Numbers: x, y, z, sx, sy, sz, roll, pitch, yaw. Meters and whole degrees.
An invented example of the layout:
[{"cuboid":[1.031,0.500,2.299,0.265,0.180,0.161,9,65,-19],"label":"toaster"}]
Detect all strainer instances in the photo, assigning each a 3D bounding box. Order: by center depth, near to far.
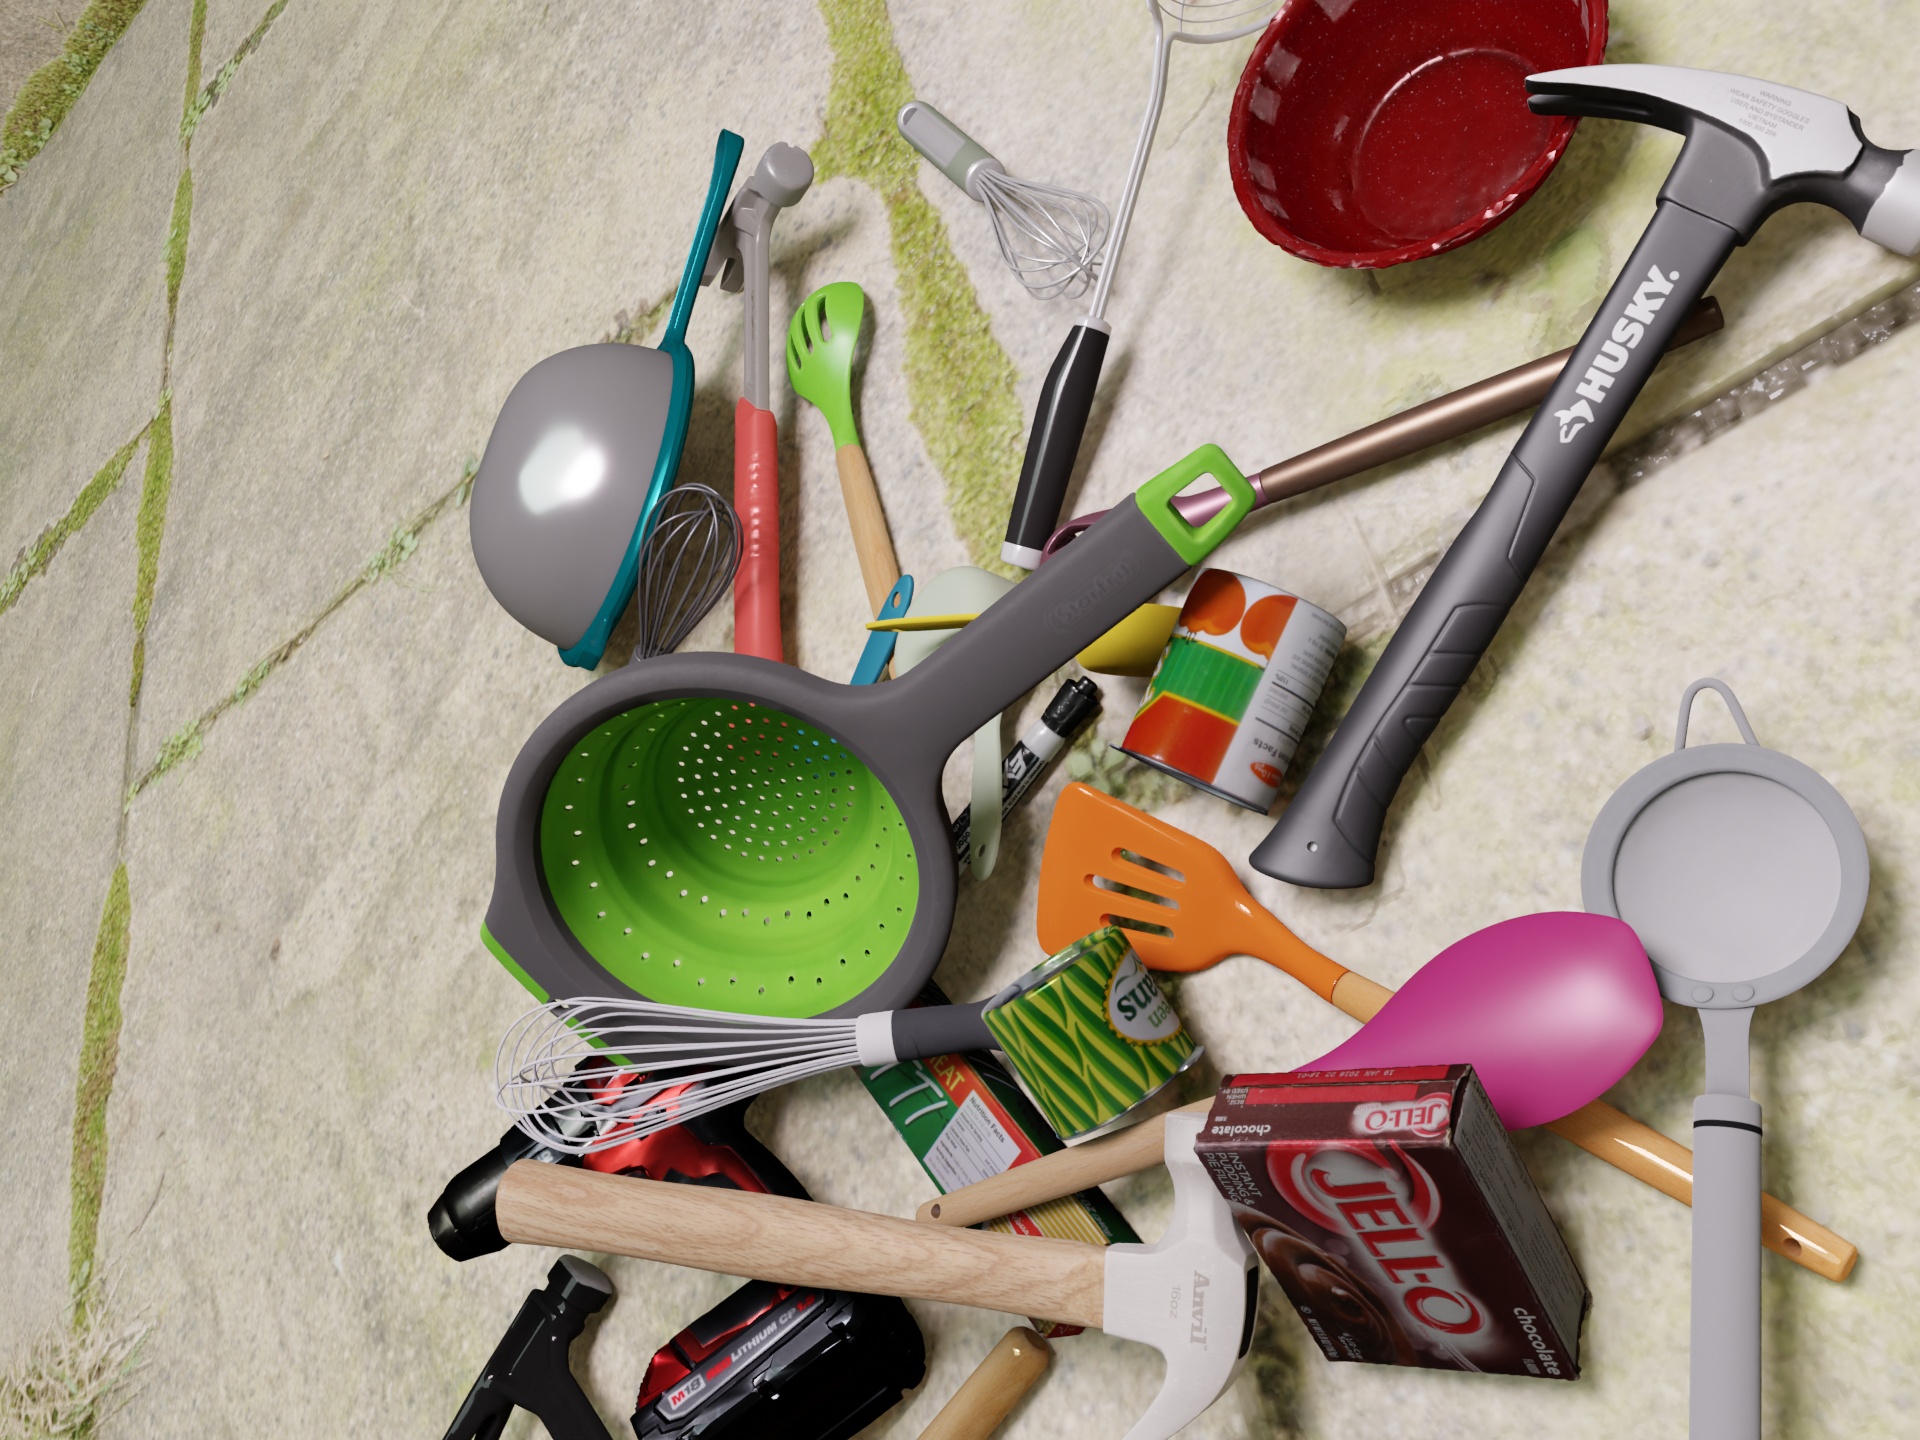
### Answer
[{"cuboid":[0.234,0.114,0.487,0.087,0.050,0.259,-9,61,42],"label":"strainer"},{"cuboid":[-0.223,-0.205,0.963,0.211,0.095,0.340,27,100,66],"label":"strainer"}]

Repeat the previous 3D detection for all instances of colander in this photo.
[{"cuboid":[-0.038,0.004,0.701,0.397,0.204,0.095,-38,16,21],"label":"colander"}]

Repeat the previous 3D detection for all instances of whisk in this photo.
[{"cuboid":[-0.043,0.349,0.664,0.245,0.047,0.051,-52,45,9],"label":"whisk"},{"cuboid":[-0.066,0.143,0.689,0.284,0.070,0.070,-8,64,7],"label":"whisk"},{"cuboid":[0.016,-0.293,0.869,0.058,0.059,0.247,-50,42,15],"label":"whisk"},{"cuboid":[-0.179,-0.036,0.907,0.238,0.055,0.055,-61,41,34],"label":"whisk"}]

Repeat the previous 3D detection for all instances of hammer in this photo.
[{"cuboid":[0.204,-0.080,0.593,0.146,0.035,0.334,33,102,20],"label":"hammer"},{"cuboid":[-0.048,0.207,0.618,0.331,0.031,0.130,-2,80,27],"label":"hammer"},{"cuboid":[-0.146,0.371,0.703,0.337,0.034,0.127,20,75,55],"label":"hammer"},{"cuboid":[-0.122,-0.146,0.927,0.149,0.036,0.359,146,126,-59],"label":"hammer"}]

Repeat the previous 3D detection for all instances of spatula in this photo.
[{"cuboid":[0.154,0.111,0.579,0.323,0.041,0.081,27,115,44],"label":"spatula"}]

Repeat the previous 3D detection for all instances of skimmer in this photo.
[{"cuboid":[0.104,-0.239,0.745,0.090,0.127,0.363,21,99,30],"label":"skimmer"}]

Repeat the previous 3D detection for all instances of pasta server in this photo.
[{"cuboid":[0.159,-0.106,0.678,0.316,0.040,0.060,-19,61,32],"label":"pasta server"}]

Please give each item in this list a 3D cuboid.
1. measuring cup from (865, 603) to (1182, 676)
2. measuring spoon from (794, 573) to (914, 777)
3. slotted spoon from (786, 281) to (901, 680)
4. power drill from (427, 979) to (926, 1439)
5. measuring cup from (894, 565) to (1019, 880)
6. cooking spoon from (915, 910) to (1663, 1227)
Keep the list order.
[{"cuboid":[0.031,-0.034,0.714,0.156,0.062,0.029,-1,85,18],"label":"measuring cup"},{"cuboid":[-0.058,-0.021,0.825,0.042,0.021,0.128,50,121,45],"label":"measuring spoon"},{"cuboid":[-0.056,-0.131,0.884,0.070,0.031,0.314,-38,52,34],"label":"slotted spoon"},{"cuboid":[-0.138,0.242,0.730,0.188,0.080,0.227,-35,46,-8],"label":"power drill"},{"cuboid":[-0.001,-0.002,0.749,0.083,0.038,0.168,-37,40,39],"label":"measuring cup"},{"cuboid":[0.100,0.145,0.583,0.319,0.017,0.069,-30,51,33],"label":"cooking spoon"}]
